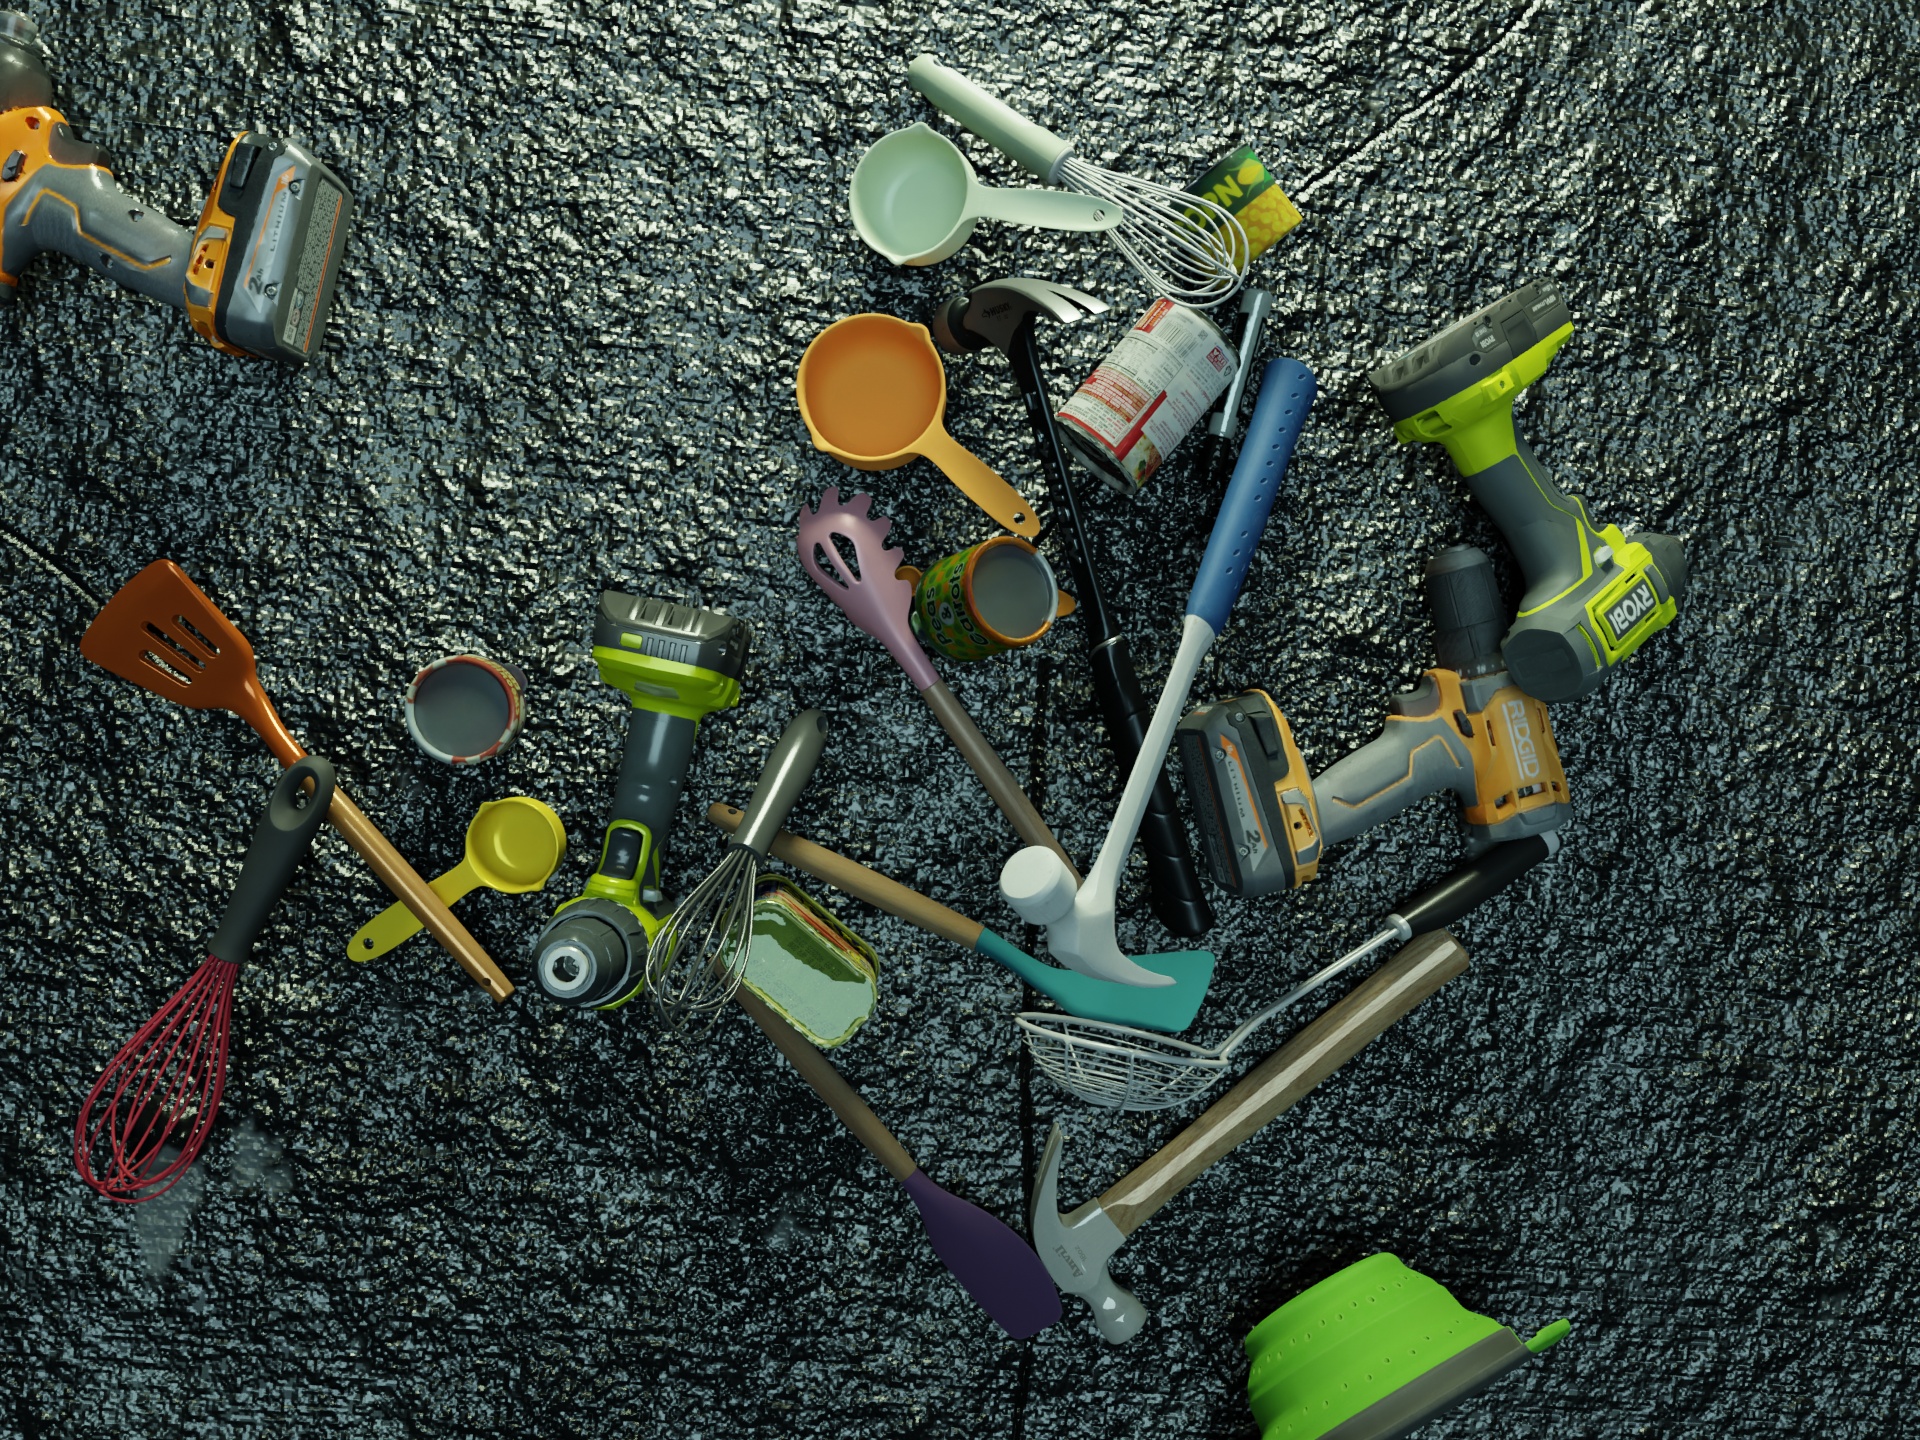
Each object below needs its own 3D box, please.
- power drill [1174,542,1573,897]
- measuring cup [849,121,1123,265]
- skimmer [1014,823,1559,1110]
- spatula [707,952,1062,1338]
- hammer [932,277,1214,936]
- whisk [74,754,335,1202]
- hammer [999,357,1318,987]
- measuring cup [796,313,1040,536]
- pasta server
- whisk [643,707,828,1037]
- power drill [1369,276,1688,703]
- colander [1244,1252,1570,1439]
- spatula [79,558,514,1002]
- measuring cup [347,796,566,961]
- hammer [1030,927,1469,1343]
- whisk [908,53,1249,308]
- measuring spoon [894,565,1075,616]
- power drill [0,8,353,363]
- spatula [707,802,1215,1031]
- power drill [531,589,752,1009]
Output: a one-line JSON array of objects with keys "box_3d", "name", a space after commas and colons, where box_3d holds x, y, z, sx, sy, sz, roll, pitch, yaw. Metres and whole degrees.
[{"box_3d": [0.252, 0.001, 0.979, 0.226, 0.084, 0.185, -14, 92, -8], "name": "power drill"}, {"box_3d": [0.018, -0.301, 0.938, 0.167, 0.038, 0.083, 12, 96, 16], "name": "measuring cup"}, {"box_3d": [0.208, 0.132, 0.976, 0.363, 0.127, 0.090, -29, 95, -13], "name": "skimmer"}, {"box_3d": [-0.048, 0.263, 0.992, 0.059, 0.018, 0.316, -39, 94, 26], "name": "spatula"}, {"box_3d": [0.085, -0.061, 0.942, 0.036, 0.149, 0.408, -23, 104, -23], "name": "hammer"}, {"box_3d": [-0.435, 0.152, 0.924, 0.073, 0.073, 0.296, 27, 95, -6], "name": "whisk"}, {"box_3d": [0.133, -0.039, 0.901, 0.143, 0.035, 0.406, 50, 54, -43], "name": "hammer"}, {"box_3d": [-0.020, -0.166, 0.951, 0.173, 0.052, 0.095, 41, 89, 1], "name": "measuring cup"}, {"box_3d": [-0.002, -0.003, 0.978, 0.060, 0.040, 0.316, -31, 102, 21], "name": "pasta server"}, {"box_3d": [-0.120, 0.078, 0.903, 0.055, 0.055, 0.239, 27, 47, -6], "name": "whisk"}, {"box_3d": [0.356, -0.143, 0.964, 0.171, 0.080, 0.223, -34, 97, -34], "name": "power drill"}, {"box_3d": [0.179, 0.440, 0.984, 0.397, 0.204, 0.095, -39, 61, 13], "name": "colander"}, {"box_3d": [-0.379, 0.046, 0.936, 0.081, 0.041, 0.322, -43, 89, 9], "name": "spatula"}, {"box_3d": [-0.307, 0.100, 0.967, 0.156, 0.029, 0.062, -33, 92, 9], "name": "measuring cup"}, {"box_3d": [0.183, 0.241, 1.007, 0.331, 0.031, 0.130, -38, 96, -2], "name": "hammer"}, {"box_3d": [0.066, -0.324, 0.938, 0.246, 0.058, 0.059, 38, 116, 12], "name": "whisk"}, {"box_3d": [0.014, -0.079, 0.989, 0.117, 0.011, 0.021, 8, 91, -9], "name": "measuring spoon"}, {"box_3d": [-0.474, -0.302, 0.903, 0.226, 0.084, 0.164, 13, 91, -1], "name": "power drill"}, {"box_3d": [-0.008, 0.110, 0.946, 0.317, 0.082, 0.044, 24, 122, 10], "name": "spatula"}, {"box_3d": [-0.183, 0.049, 0.890, 0.080, 0.190, 0.228, 12, 87, -1], "name": "power drill"}]
